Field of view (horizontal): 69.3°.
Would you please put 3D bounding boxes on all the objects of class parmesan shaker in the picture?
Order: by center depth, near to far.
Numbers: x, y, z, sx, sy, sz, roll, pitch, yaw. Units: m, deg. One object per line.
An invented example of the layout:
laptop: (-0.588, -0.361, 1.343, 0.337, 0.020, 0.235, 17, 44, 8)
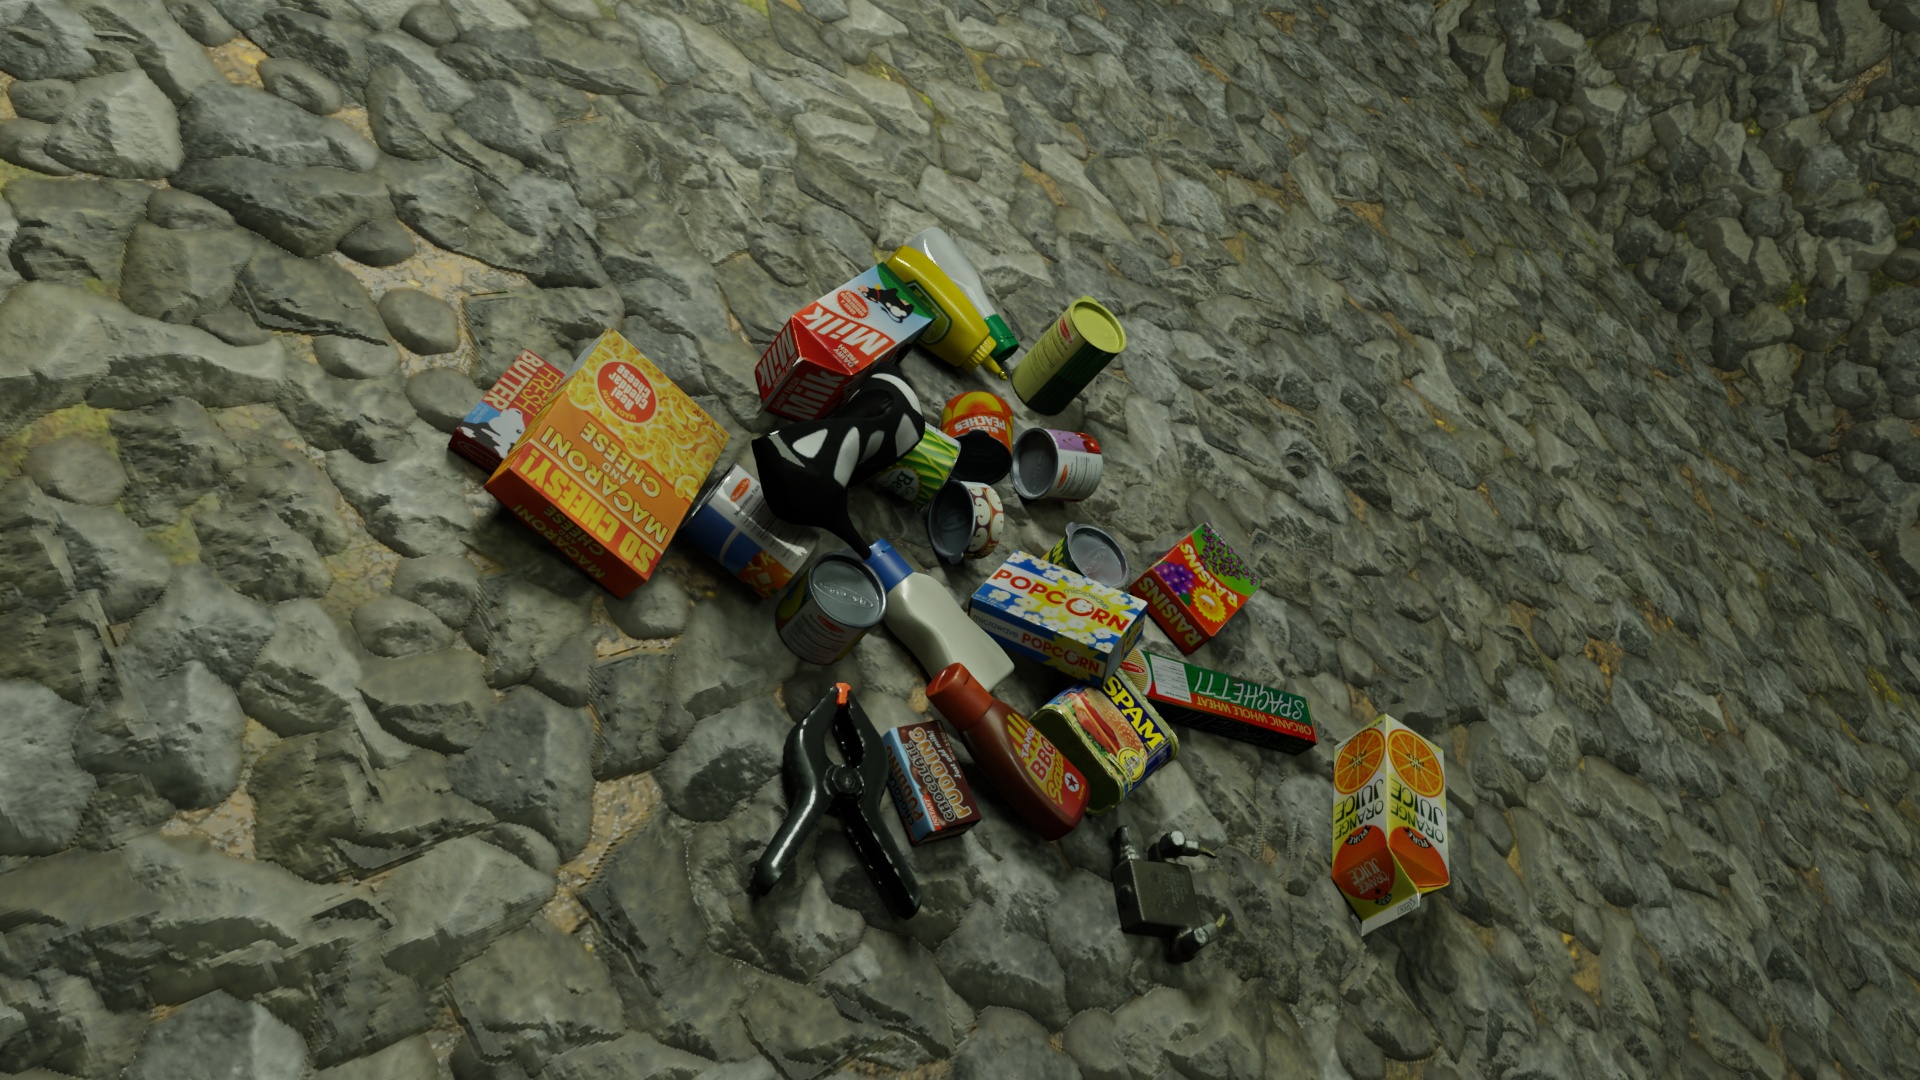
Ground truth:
parmesan shaker: (0.104, -0.180, 1.357, 0.071, 0.102, 0.072, 22, 46, -24)

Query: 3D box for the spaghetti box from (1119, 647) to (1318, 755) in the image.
spaghetti box: (0.215, 0.141, 1.235, 0.250, 0.028, 0.050, 18, 47, -27)

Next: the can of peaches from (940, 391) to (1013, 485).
can of peaches: (0.015, -0.092, 1.237, 0.071, 0.071, 0.058, 25, 43, -21)

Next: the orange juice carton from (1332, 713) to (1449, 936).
orange juice carton: (0.382, 0.258, 1.240, 0.073, 0.071, 0.194, 32, 42, -13)

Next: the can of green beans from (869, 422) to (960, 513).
can of green beans: (-0.041, -0.070, 1.177, 0.058, 0.071, 0.071, 30, 43, -15)

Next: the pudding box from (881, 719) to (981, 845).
pudding box: (-0.025, 0.176, 1.014, 0.050, 0.030, 0.084, -4, 59, -40)

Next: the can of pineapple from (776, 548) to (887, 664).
can of pineapple: (-0.096, 0.050, 1.040, 0.071, 0.057, 0.071, 22, 46, -24)

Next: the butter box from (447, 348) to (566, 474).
butter box: (-0.319, -0.090, 1.003, 0.053, 0.024, 0.104, 34, 42, -13)

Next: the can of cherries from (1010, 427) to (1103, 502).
can of cherries: (0.087, -0.071, 1.282, 0.058, 0.071, 0.072, 2, 56, -38)

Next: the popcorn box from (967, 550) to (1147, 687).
popcorn box: (0.080, 0.062, 1.145, 0.127, 0.038, 0.085, 22, 36, 20)

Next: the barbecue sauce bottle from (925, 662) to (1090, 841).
barbecue sauce bottle: (0.035, 0.156, 1.048, 0.148, 0.043, 0.065, 48, 31, -13)

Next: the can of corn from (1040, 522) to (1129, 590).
can of corn: (0.103, 0.027, 1.218, 0.071, 0.058, 0.071, 21, 46, -24)

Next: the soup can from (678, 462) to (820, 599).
soup can: (-0.157, -0.005, 1.032, 0.083, 0.071, 0.072, 40, 41, -12)

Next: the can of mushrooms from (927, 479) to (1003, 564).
can of mushrooms: (0.004, -0.015, 1.169, 0.033, 0.070, 0.071, 3, 55, -38)

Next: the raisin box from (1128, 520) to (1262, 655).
raisin box: (0.223, 0.043, 1.316, 0.086, 0.040, 0.124, 49, 40, 5)

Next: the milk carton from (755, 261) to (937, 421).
milk carton: (-0.107, -0.165, 1.199, 0.073, 0.072, 0.191, 45, 41, 1)

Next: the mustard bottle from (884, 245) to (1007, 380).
mustard bottle: (-0.014, -0.207, 1.316, 0.160, 0.065, 0.049, 41, 37, -9)

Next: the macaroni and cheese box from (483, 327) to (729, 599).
macaroni and cheese box: (-0.249, -0.057, 1.002, 0.123, 0.040, 0.167, 44, 40, -22)

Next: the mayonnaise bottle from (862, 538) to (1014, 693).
mayonnaise bottle: (-0.025, 0.064, 1.099, 0.148, 0.041, 0.065, 48, 38, 6)

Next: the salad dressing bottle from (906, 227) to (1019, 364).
salad dressing bottle: (0.002, -0.240, 1.370, 0.064, 0.043, 0.148, -23, 74, -49)
